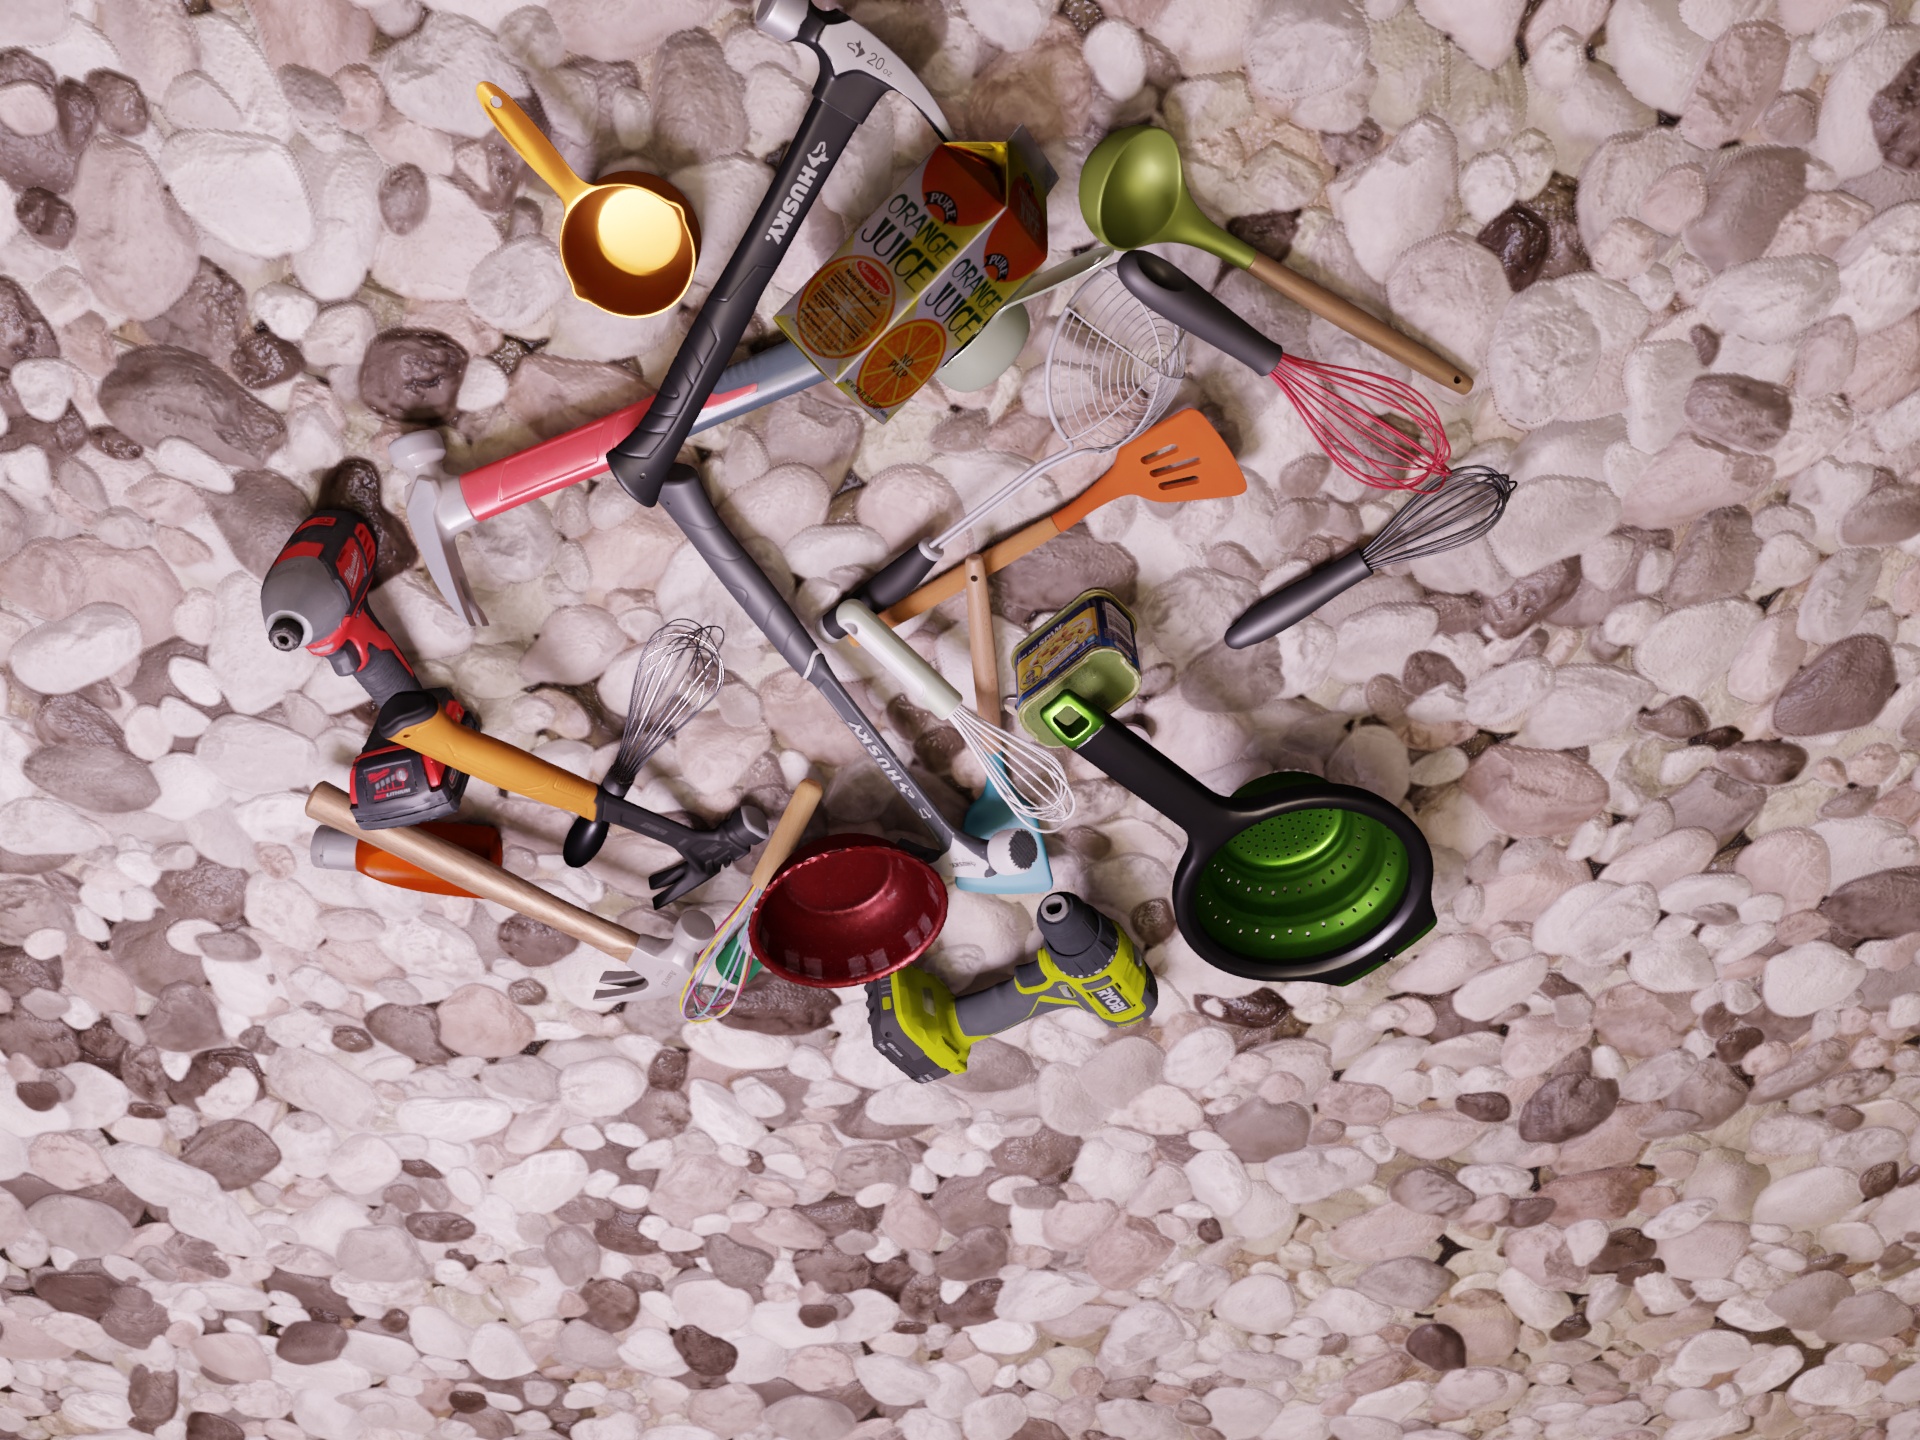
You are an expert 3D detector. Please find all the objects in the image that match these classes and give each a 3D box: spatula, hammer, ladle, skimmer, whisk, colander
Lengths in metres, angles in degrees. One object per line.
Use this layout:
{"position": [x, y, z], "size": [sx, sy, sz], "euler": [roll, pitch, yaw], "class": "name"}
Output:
{"position": [0.024, 0.009, 1.243], "size": [0.082, 0.044, 0.317], "euler": [0, 130, 9], "class": "spatula"}
{"position": [-0.302, 0.059, 1.217], "size": [0.127, 0.034, 0.336], "euler": [-34, 142, 21], "class": "hammer"}
{"position": [0.217, -0.290, 1.047], "size": [0.320, 0.062, 0.078], "euler": [24, 103, -18], "class": "ladle"}
{"position": [0.014, -0.178, 1.130], "size": [0.363, 0.090, 0.127], "euler": [-34, 153, 33], "class": "skimmer"}
{"position": [-0.260, 0.026, 1.263], "size": [0.070, 0.070, 0.284], "euler": [26, 125, -15], "class": "whisk"}
{"position": [0.220, -0.231, 1.059], "size": [0.295, 0.073, 0.073], "euler": [26, 120, -25], "class": "whisk"}
{"position": [-0.104, -0.028, 1.215], "size": [0.149, 0.036, 0.408], "euler": [-12, 122, 47], "class": "hammer"}
{"position": [0.050, -0.128, 1.164], "size": [0.322, 0.041, 0.081], "euler": [-28, 124, 19], "class": "spatula"}
{"position": [-0.002, -0.004, 1.198], "size": [0.246, 0.059, 0.058], "euler": [43, 148, -16], "class": "whisk"}
{"position": [0.296, -0.115, 1.167], "size": [0.239, 0.055, 0.055], "euler": [-31, 118, 24], "class": "whisk"}
{"position": [0.207, 0.067, 1.243], "size": [0.396, 0.095, 0.204], "euler": [35, 118, -27], "class": "colander"}
{"position": [-0.133, -0.282, 1.020], "size": [0.146, 0.035, 0.334], "euler": [22, 112, -30], "class": "hammer"}
{"position": [-0.369, 0.137, 1.287], "size": [0.331, 0.031, 0.130], "euler": [27, 130, -10], "class": "hammer"}
{"position": [-0.202, -0.193, 1.101], "size": [0.386, 0.038, 0.143], "euler": [-20, 92, 10], "class": "hammer"}
{"position": [-0.170, 0.153, 1.318], "size": [0.047, 0.051, 0.245], "euler": [25, 108, -10], "class": "whisk"}

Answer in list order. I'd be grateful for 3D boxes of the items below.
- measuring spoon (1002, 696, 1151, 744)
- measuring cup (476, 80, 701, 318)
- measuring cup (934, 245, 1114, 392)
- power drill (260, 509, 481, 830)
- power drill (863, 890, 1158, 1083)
{"position": [0.093, 0.001, 1.268], "size": [0.124, 0.018, 0.034], "euler": [18, 122, -3], "class": "measuring spoon"}
{"position": [-0.239, -0.341, 1.022], "size": [0.095, 0.052, 0.173], "euler": [-33, 115, 20], "class": "measuring cup"}
{"position": [0.044, -0.262, 1.029], "size": [0.167, 0.083, 0.038], "euler": [-14, 137, 44], "class": "measuring cup"}
{"position": [-0.441, -0.032, 1.175], "size": [0.078, 0.143, 0.219], "euler": [-12, 125, 5], "class": "power drill"}
{"position": [0.038, 0.222, 1.349], "size": [0.228, 0.080, 0.190], "euler": [-20, 142, 14], "class": "power drill"}
